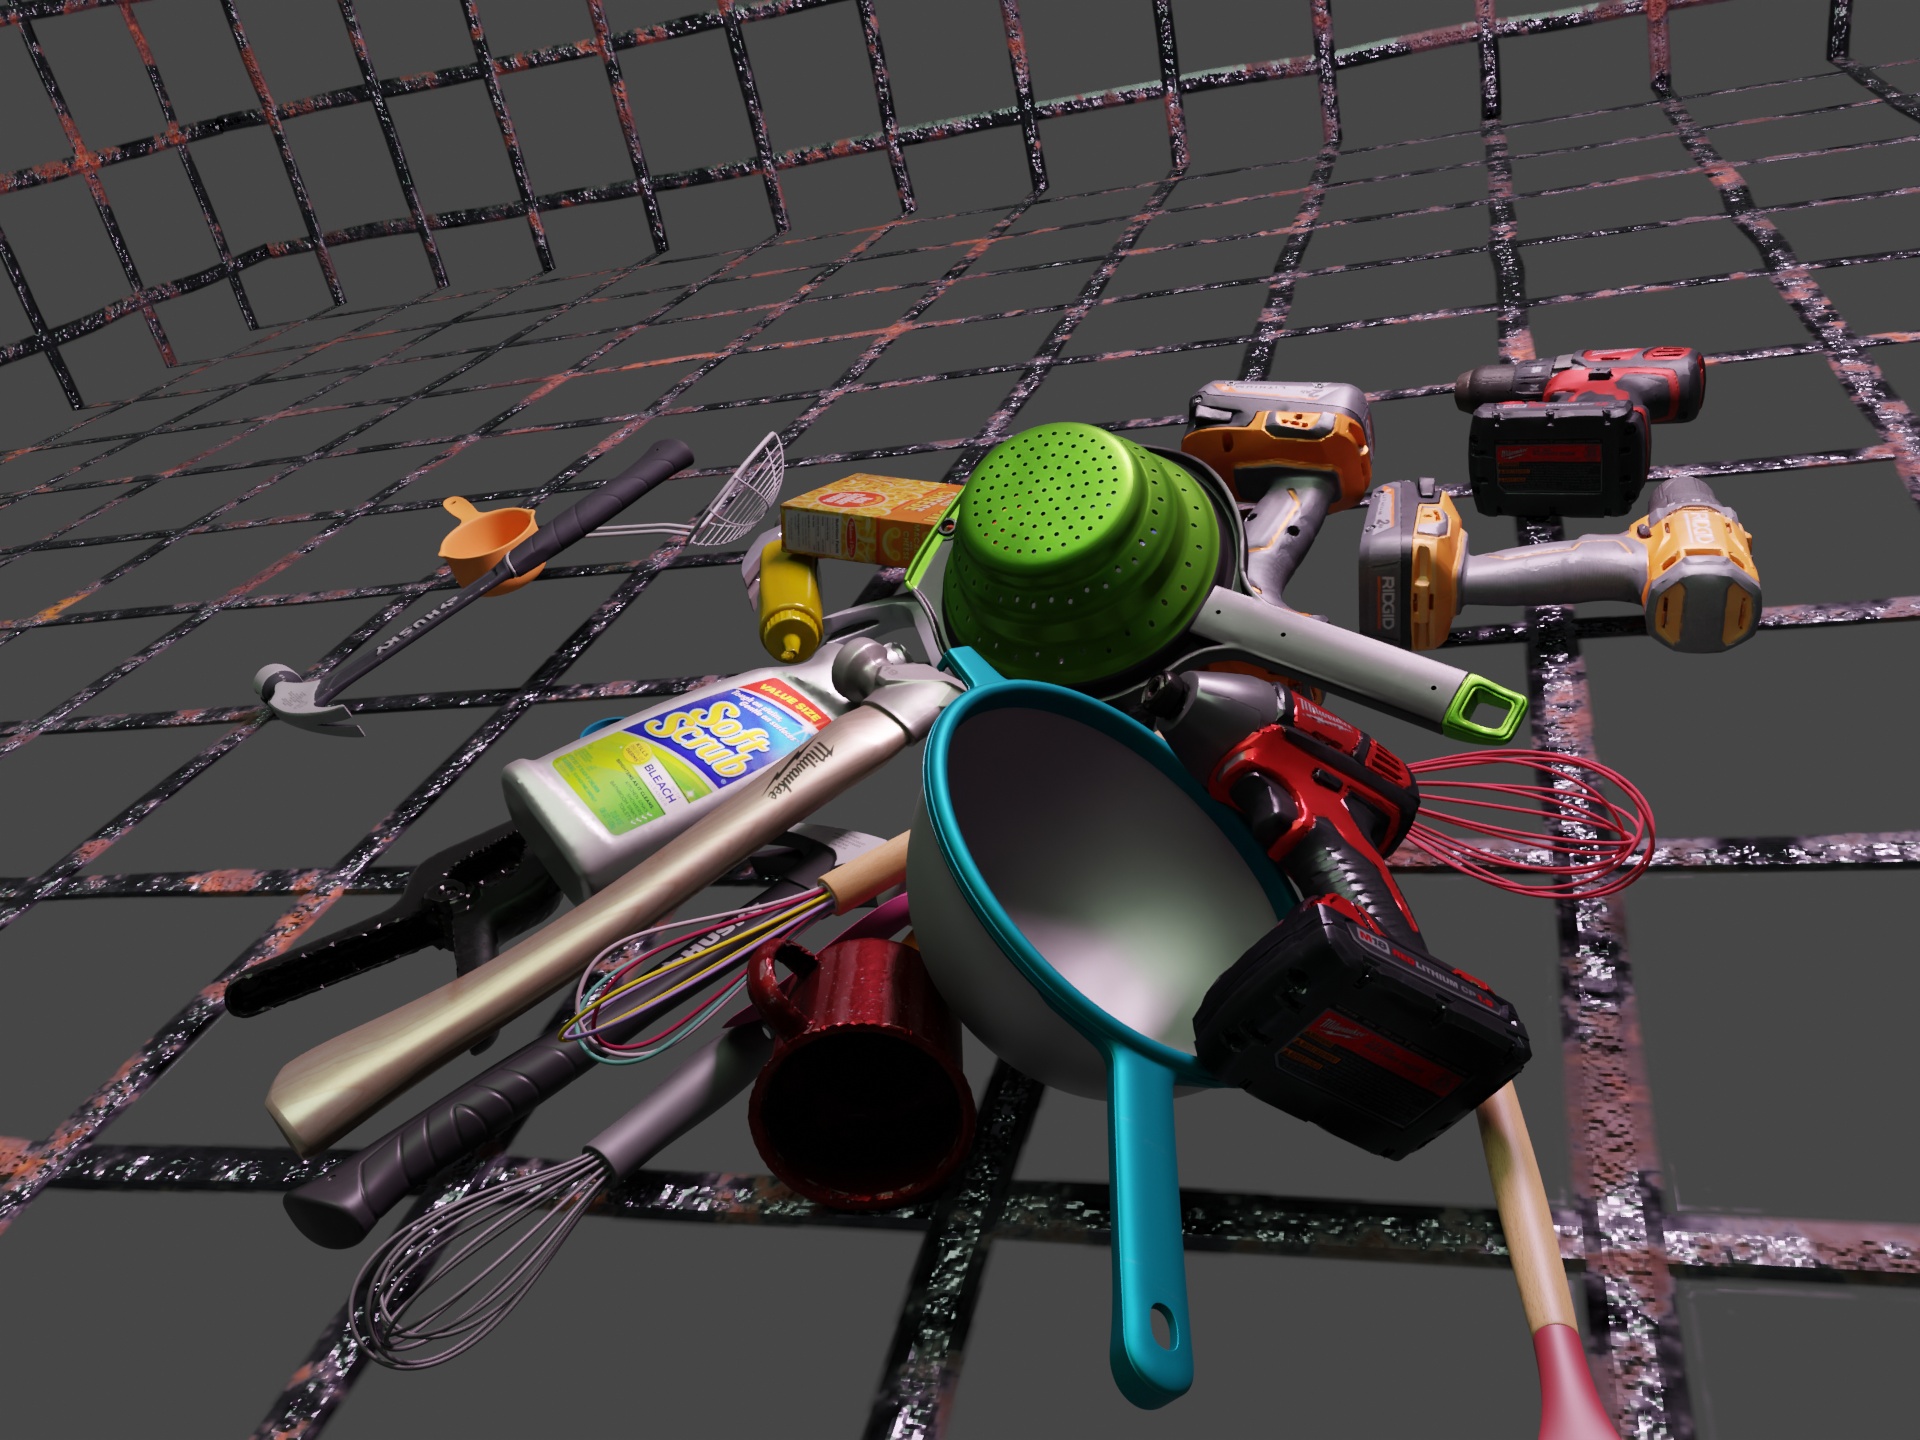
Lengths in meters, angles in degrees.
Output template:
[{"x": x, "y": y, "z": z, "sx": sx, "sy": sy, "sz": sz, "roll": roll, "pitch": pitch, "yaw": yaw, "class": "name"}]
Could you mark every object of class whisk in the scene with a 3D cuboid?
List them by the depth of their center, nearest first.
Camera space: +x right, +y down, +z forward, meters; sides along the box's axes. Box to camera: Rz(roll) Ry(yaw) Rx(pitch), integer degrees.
[{"x": -0.159, "y": 0.192, "z": 0.696, "sx": 0.055, "sy": 0.055, "sz": 0.239, "roll": 10, "pitch": 30, "yaw": 38, "class": "whisk"}, {"x": -0.080, "y": 0.095, "z": 0.765, "sx": 0.245, "sy": 0.047, "sz": 0.051, "roll": -27, "pitch": 45, "yaw": -26, "class": "whisk"}, {"x": 0.211, "y": 0.038, "z": 0.819, "sx": 0.073, "sy": 0.073, "sz": 0.296, "roll": -32, "pitch": 27, "yaw": -34, "class": "whisk"}]

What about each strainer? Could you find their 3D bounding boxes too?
[{"x": 0.048, "y": 0.129, "z": 0.651, "sx": 0.095, "sy": 0.211, "sz": 0.341, "roll": -48, "pitch": 23, "yaw": 33, "class": "strainer"}]

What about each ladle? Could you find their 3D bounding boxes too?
[{"x": 0.201, "y": 0.194, "z": 0.553, "sx": 0.069, "sy": 0.031, "sz": 0.316, "roll": -6, "pitch": 26, "yaw": 12, "class": "ladle"}]

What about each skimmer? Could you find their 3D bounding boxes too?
[{"x": -0.327, "y": -0.204, "z": 1.484, "sx": 0.363, "sy": 0.090, "sz": 0.127, "roll": -2, "pitch": 35, "yaw": 22, "class": "skimmer"}]

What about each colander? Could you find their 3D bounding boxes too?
[{"x": 0.127, "y": -0.082, "z": 0.911, "sx": 0.397, "sy": 0.094, "sz": 0.204, "roll": 23, "pitch": 72, "yaw": 31, "class": "colander"}]

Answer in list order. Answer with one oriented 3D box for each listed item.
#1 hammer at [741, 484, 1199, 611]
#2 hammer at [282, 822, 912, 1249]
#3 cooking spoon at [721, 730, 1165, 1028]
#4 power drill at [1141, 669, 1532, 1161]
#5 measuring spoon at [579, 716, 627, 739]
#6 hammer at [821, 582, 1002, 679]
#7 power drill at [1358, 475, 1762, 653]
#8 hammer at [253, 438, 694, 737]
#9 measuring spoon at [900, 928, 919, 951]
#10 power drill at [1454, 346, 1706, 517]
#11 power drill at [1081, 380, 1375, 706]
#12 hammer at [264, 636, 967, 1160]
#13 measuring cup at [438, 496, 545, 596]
[{"x": 0.013, "y": -0.152, "z": 1.293, "sx": 0.386, "sy": 0.038, "sz": 0.143, "roll": -5, "pitch": 29, "yaw": 15, "class": "hammer"}, {"x": -0.175, "y": 0.148, "z": 0.794, "sx": 0.335, "sy": 0.035, "sz": 0.146, "roll": -32, "pitch": 29, "yaw": -31, "class": "hammer"}, {"x": 0.015, "y": 0.068, "z": 0.799, "sx": 0.319, "sy": 0.017, "sz": 0.068, "roll": -31, "pitch": -8, "yaw": -28, "class": "cooking spoon"}, {"x": 0.147, "y": 0.063, "z": 0.679, "sx": 0.078, "sy": 0.143, "sz": 0.220, "roll": -50, "pitch": 22, "yaw": 29, "class": "power drill"}, {"x": -0.207, "y": 0.030, "z": 1.069, "sx": 0.129, "sy": 0.021, "sz": 0.042, "roll": 23, "pitch": 42, "yaw": 36, "class": "measuring spoon"}, {"x": -0.002, "y": -0.003, "z": 1.014, "sx": 0.144, "sy": 0.035, "sz": 0.406, "roll": -14, "pitch": 27, "yaw": -3, "class": "hammer"}, {"x": 0.375, "y": -0.107, "z": 1.005, "sx": 0.226, "sy": 0.084, "sz": 0.185, "roll": 2, "pitch": 30, "yaw": 19, "class": "power drill"}, {"x": -0.389, "y": -0.120, "z": 1.333, "sx": 0.409, "sy": 0.036, "sz": 0.149, "roll": -40, "pitch": 38, "yaw": -23, "class": "hammer"}, {"x": -0.029, "y": 0.126, "z": 0.806, "sx": 0.021, "sy": 0.011, "sz": 0.117, "roll": -2, "pitch": 32, "yaw": 33, "class": "measuring spoon"}, {"x": 0.451, "y": -0.230, "z": 1.212, "sx": 0.188, "sy": 0.080, "sz": 0.227, "roll": 6, "pitch": 29, "yaw": 32, "class": "power drill"}, {"x": 0.169, "y": -0.110, "z": 1.016, "sx": 0.164, "sy": 0.084, "sz": 0.227, "roll": 7, "pitch": 60, "yaw": 25, "class": "power drill"}, {"x": -0.148, "y": 0.088, "z": 0.806, "sx": 0.410, "sy": 0.038, "sz": 0.146, "roll": -35, "pitch": 44, "yaw": -29, "class": "hammer"}, {"x": -0.448, "y": -0.167, "z": 1.496, "sx": 0.095, "sy": 0.052, "sz": 0.174, "roll": -30, "pitch": 35, "yaw": -20, "class": "measuring cup"}]
